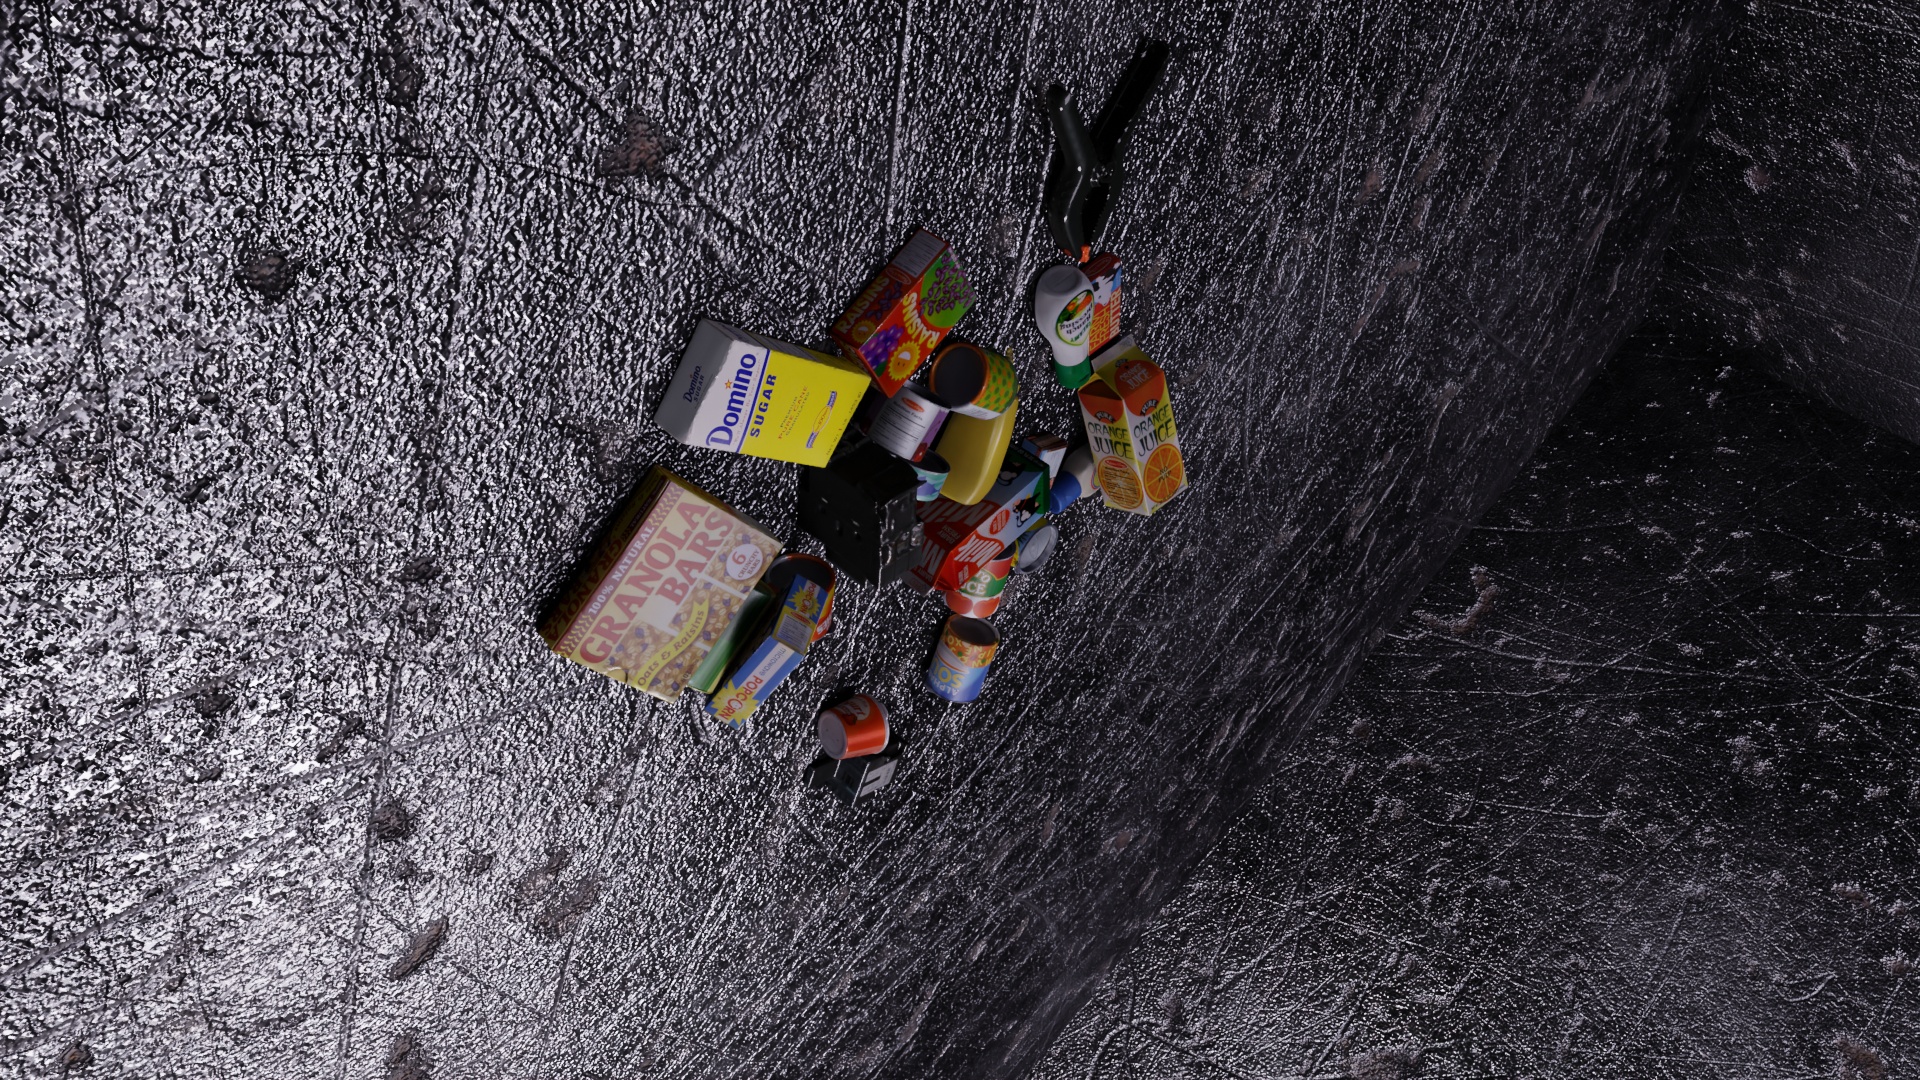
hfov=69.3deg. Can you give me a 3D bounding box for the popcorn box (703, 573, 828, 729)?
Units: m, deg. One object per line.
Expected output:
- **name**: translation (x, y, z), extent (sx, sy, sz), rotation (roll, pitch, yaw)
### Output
- **popcorn box**: translation (-0.172, 0.099, 1.232), extent (0.126, 0.038, 0.085), rotation (-46, -162, 35)

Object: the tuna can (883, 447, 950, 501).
- **tuna can**: translation (-0.048, -0.067, 1.317), extent (0.071, 0.071, 0.032), rotation (-7, 127, -54)

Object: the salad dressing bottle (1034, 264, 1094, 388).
- **salad dressing bottle**: translation (0.110, -0.215, 1.416), extent (0.064, 0.044, 0.147), rotation (-40, 149, -16)

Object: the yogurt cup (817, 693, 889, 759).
- **yogurt cup**: translation (-0.119, 0.205, 1.511), extent (0.054, 0.072, 0.072), rotation (-13, 132, -40)

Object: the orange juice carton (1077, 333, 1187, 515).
- **orange juice carton**: translation (0.190, -0.131, 1.563), extent (0.072, 0.073, 0.191), rotation (-34, 122, -31)

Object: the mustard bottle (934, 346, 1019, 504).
- **mustard bottle**: translation (0.023, -0.116, 1.373), extent (0.159, 0.065, 0.049), rotation (-66, 162, 15)

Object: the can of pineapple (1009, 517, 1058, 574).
- **can of pineapple**: translation (0.066, -0.004, 1.566), extent (0.071, 0.058, 0.070), rotation (-37, 147, -29)

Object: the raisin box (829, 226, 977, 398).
- **raisin box**: translation (-0.048, -0.196, 1.202), extent (0.123, 0.040, 0.086), rotation (-51, 152, -9)

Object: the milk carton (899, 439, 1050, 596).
- **milk carton**: translation (0.005, -0.018, 1.443), extent (0.191, 0.072, 0.073), rotation (-40, 149, -24)

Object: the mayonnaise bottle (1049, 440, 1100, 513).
- **mayonnaise bottle**: translation (0.153, -0.086, 1.625), extent (0.149, 0.041, 0.064), rotation (-39, 143, -28)

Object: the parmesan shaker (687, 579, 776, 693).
- **parmesan shaker**: translation (-0.217, 0.072, 1.216), extent (0.103, 0.071, 0.071), rotation (-56, 152, 2)

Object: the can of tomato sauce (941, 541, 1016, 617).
- **can of tomato sauce**: translation (0.018, 0.034, 1.526), extent (0.071, 0.071, 0.082), rotation (-24, 141, -43)

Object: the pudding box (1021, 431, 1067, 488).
- **pudding box**: translation (0.082, -0.076, 1.542), extent (0.050, 0.030, 0.083), rotation (-19, 136, -49)

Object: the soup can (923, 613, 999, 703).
- **soup can**: translation (0.000, 0.137, 1.613), extent (0.071, 0.071, 0.083), rotation (-17, 134, -49)

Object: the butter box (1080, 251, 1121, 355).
- **butter box**: translation (0.142, -0.246, 1.451), extent (0.053, 0.024, 0.103), rotation (-40, 148, -24)

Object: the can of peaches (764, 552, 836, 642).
- **can of peaches**: translation (-0.148, 0.054, 1.291), extent (0.071, 0.071, 0.057), rotation (-29, 142, -38)

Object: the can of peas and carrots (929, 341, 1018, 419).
- **can of peas and carrots**: translation (0.013, -0.153, 1.315), extent (0.059, 0.071, 0.070), rotation (9, 114, -58)

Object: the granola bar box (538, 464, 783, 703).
- **granola bar box**: translation (-0.240, 0.038, 1.125), extent (0.124, 0.039, 0.165), rotation (33, 92, -40)

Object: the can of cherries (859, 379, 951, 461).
- **can of cherries**: translation (-0.050, -0.112, 1.265), extent (0.071, 0.071, 0.058), rotation (9, 114, -59)
